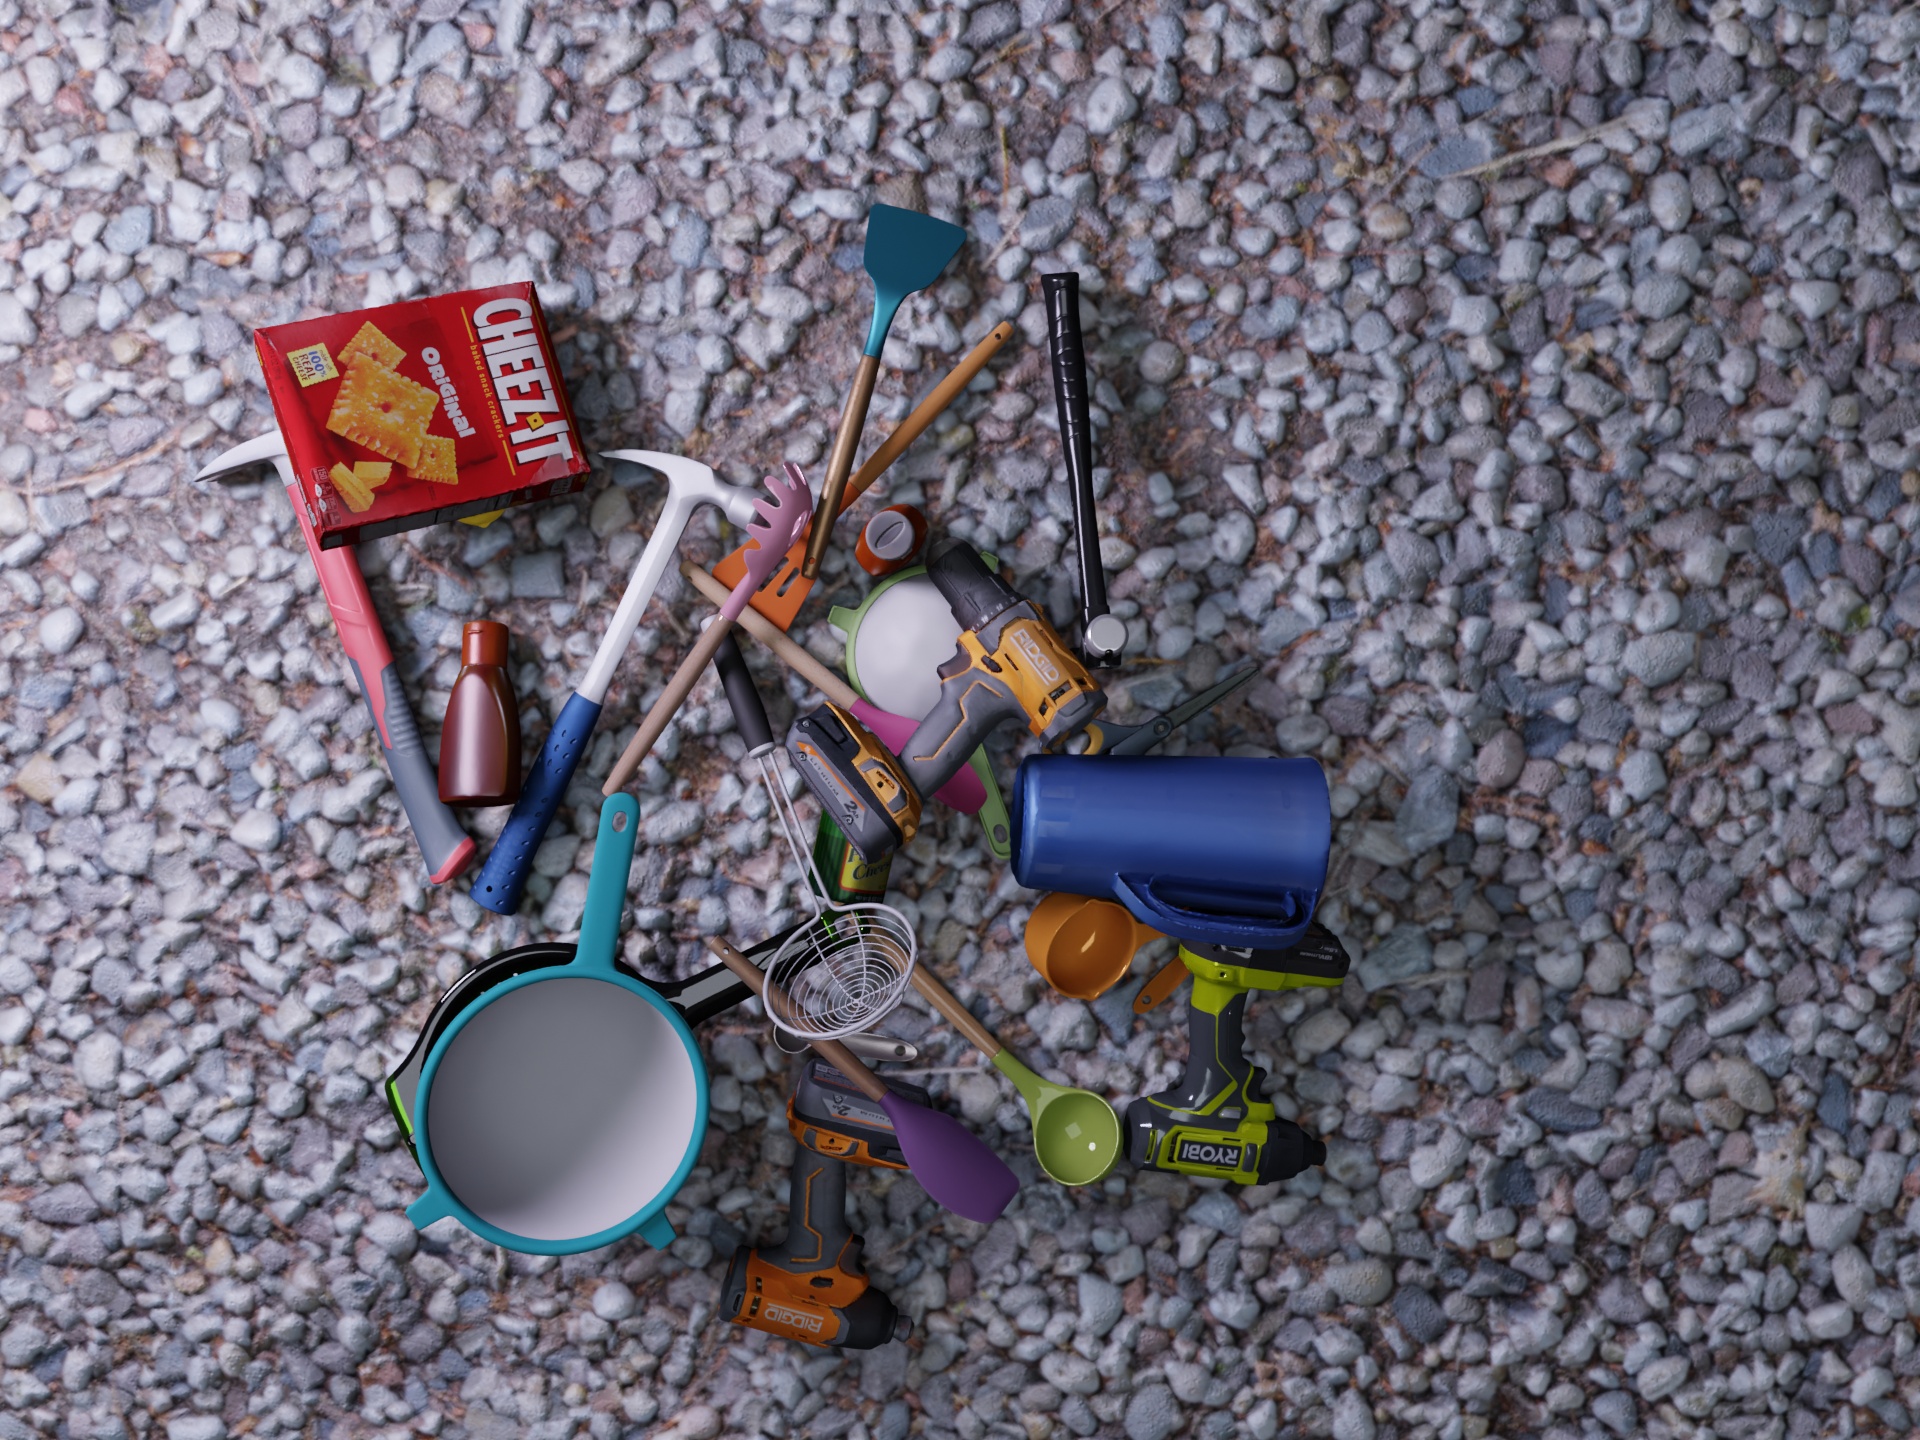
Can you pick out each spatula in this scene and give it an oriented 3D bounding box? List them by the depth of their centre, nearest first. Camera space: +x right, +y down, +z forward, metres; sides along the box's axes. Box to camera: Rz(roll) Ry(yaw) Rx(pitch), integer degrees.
[{"bbox_3d":[-0.082,0.283,1.265,0.316,0.018,0.060,43,67,1],"label":"spatula"},{"bbox_3d":[-0.077,-0.266,1.288,0.082,0.044,0.317,17,90,0],"label":"spatula"},{"bbox_3d":[-0.071,-0.209,1.314,0.081,0.041,0.322,44,87,-2],"label":"spatula"}]

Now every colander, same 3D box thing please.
[{"bbox_3d":[-0.262,0.244,1.308,0.397,0.094,0.204,-25,96,-13],"label":"colander"}]

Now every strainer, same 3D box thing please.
[{"bbox_3d":[-0.290,0.222,1.205,0.211,0.095,0.340,11,85,-17],"label":"strainer"},{"bbox_3d":[-0.002,-0.004,1.302,0.151,0.069,0.256,-20,92,0],"label":"strainer"}]

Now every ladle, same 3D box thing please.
[{"bbox_3d":[0.011,0.262,1.327,0.320,0.062,0.078,45,92,-1],"label":"ladle"}]

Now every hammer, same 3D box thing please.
[{"bbox_3d":[0.095,-0.203,1.282,0.035,0.146,0.335,-5,82,-2],"label":"hammer"},{"bbox_3d":[-0.496,-0.047,1.300,0.143,0.038,0.386,-17,96,10],"label":"hammer"},{"bbox_3d":[-0.304,-0.031,1.304,0.144,0.035,0.405,27,95,9],"label":"hammer"}]

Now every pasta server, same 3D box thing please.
[{"bbox_3d":[-0.207,-0.067,1.278,0.040,0.060,0.316,38,105,7],"label":"pasta server"}]

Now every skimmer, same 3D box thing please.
[{"bbox_3d":[-0.140,0.073,1.246,0.127,0.090,0.363,-23,77,3],"label":"skimmer"}]

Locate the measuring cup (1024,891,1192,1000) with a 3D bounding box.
[{"bbox_3d":[0.133,0.169,1.330,0.173,0.052,0.095,-15,116,-25],"label":"measuring cup"}]

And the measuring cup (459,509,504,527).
[{"bbox_3d":[-0.448,-0.179,1.301,0.156,0.029,0.062,-12,94,-1],"label":"measuring cup"}]

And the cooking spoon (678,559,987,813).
[{"bbox_3d":[-0.107,-0.029,1.306,0.319,0.068,0.017,39,52,4],"label":"cooking spoon"}]

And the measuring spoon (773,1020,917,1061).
[{"bbox_3d":[-0.097,0.272,1.346,0.124,0.018,0.034,12,79,-9],"label":"measuring spoon"}]

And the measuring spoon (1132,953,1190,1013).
[{"bbox_3d":[0.188,0.206,1.351,0.021,0.011,0.117,43,95,-12],"label":"measuring spoon"}]

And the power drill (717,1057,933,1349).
[{"bbox_3d":[-0.093,0.412,1.322,0.164,0.084,0.226,18,96,-5],"label":"power drill"}]

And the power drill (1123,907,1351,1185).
[{"bbox_3d":[0.239,0.273,1.320,0.171,0.080,0.223,9,99,-9],"label":"power drill"}]

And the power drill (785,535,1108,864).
[{"bbox_3d":[-0.026,-0.021,1.221,0.226,0.084,0.185,-35,80,-10],"label":"power drill"}]
